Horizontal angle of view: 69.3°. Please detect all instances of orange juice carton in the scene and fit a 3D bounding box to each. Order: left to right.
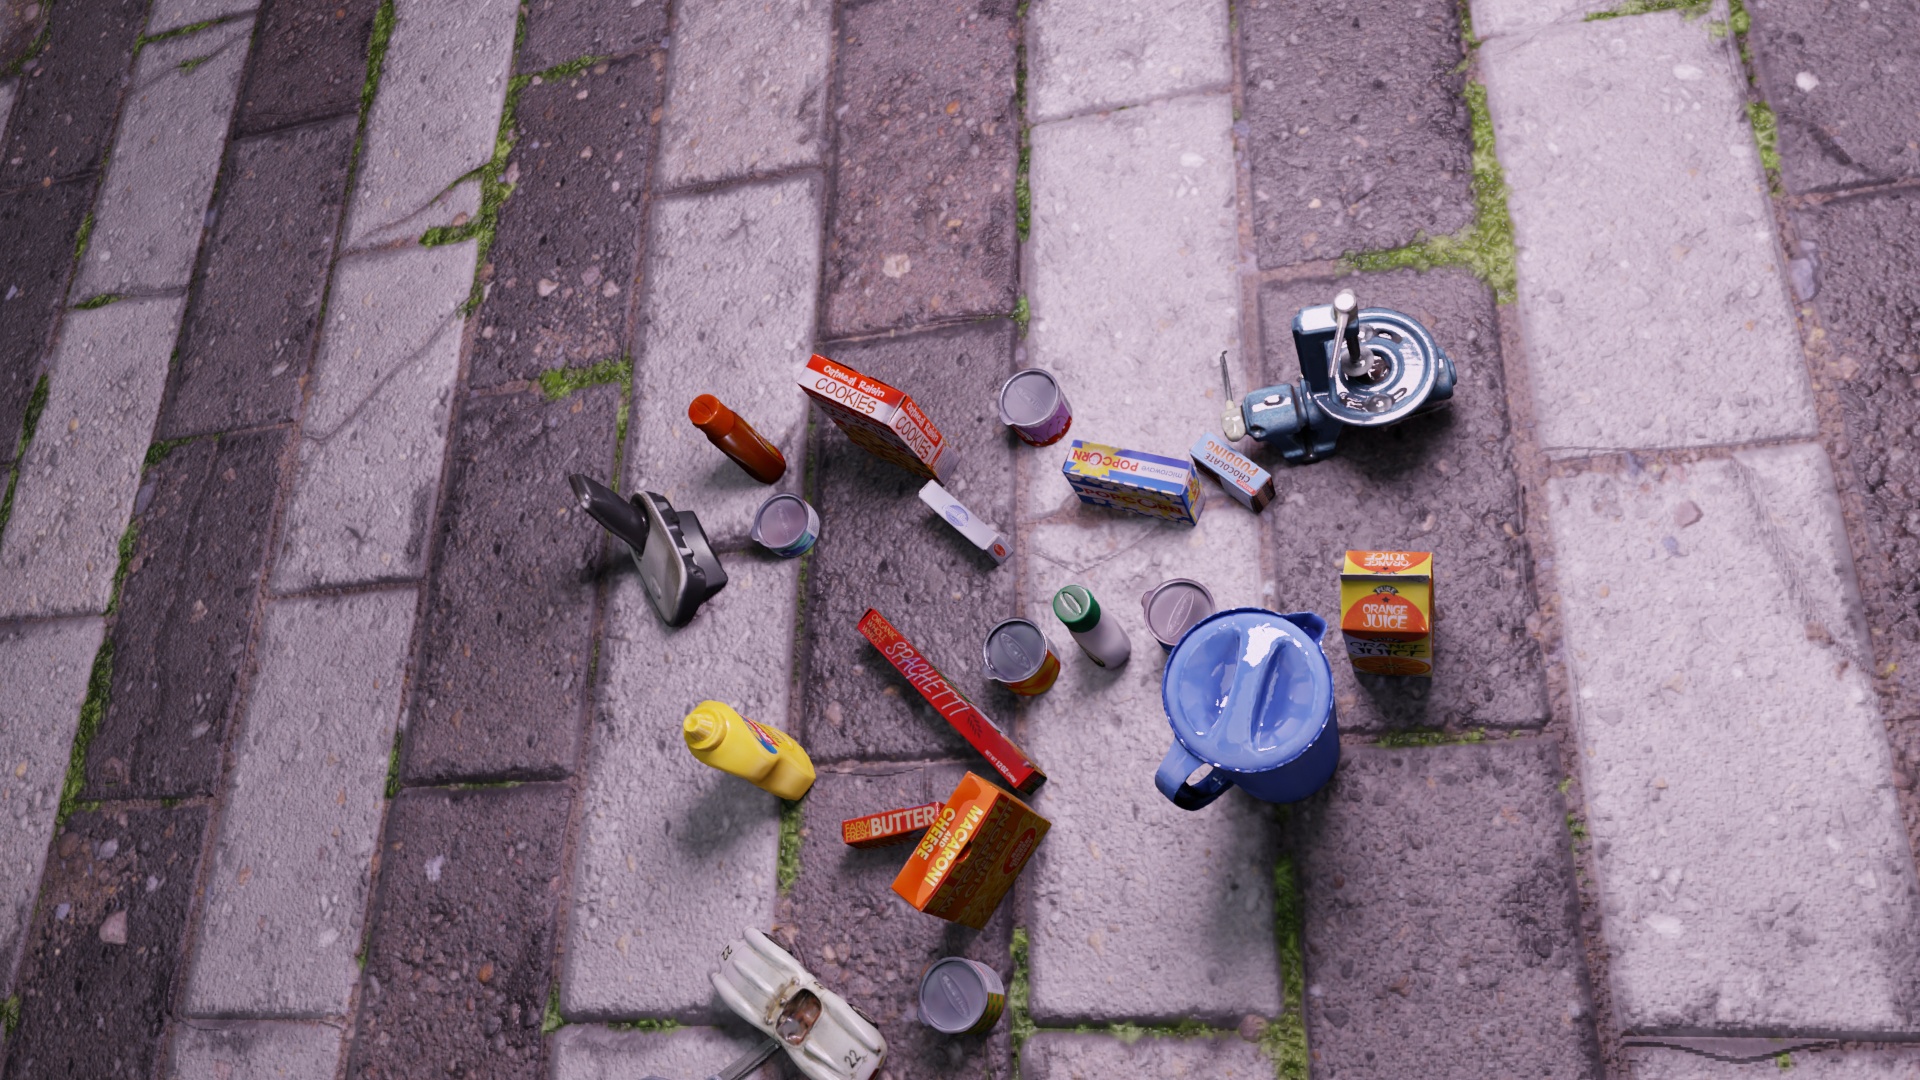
[{"bbox_3d":[0.373,0.060,1.207,0.072,0.192,0.073,2,71,20],"label":"orange juice carton"}]

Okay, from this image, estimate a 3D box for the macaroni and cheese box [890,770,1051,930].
[{"bbox_3d":[0.014,0.285,1.262,0.040,0.166,0.124,31,83,27],"label":"macaroni and cheese box"}]

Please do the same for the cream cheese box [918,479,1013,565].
[{"bbox_3d":[0.005,-0.018,1.447,0.104,0.053,0.024,40,87,28],"label":"cream cheese box"}]

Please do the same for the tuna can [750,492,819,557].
[{"bbox_3d":[-0.193,-0.015,1.529,0.071,0.032,0.071,-7,68,17],"label":"tuna can"}]

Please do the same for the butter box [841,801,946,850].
[{"bbox_3d":[-0.059,0.279,1.354,0.103,0.053,0.024,-14,66,14],"label":"butter box"}]

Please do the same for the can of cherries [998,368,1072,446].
[{"bbox_3d":[0.078,-0.138,1.466,0.071,0.058,0.072,-7,68,17],"label":"can of cherries"}]

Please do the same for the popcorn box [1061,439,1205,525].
[{"bbox_3d":[0.174,-0.057,1.385,0.127,0.085,0.038,13,75,24],"label":"popcorn box"}]

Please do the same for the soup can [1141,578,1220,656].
[{"bbox_3d":[0.213,0.078,1.318,0.071,0.083,0.071,-7,68,17],"label":"soup can"}]

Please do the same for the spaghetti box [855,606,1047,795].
[{"bbox_3d":[-0.012,0.158,1.386,0.029,0.050,0.251,-47,62,-2],"label":"spaghetti box"}]

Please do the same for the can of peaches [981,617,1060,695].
[{"bbox_3d":[0.059,0.117,1.373,0.071,0.058,0.071,-7,68,17],"label":"can of peaches"}]

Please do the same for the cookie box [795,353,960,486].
[{"bbox_3d":[-0.083,-0.125,1.457,0.123,0.167,0.040,26,81,26],"label":"cookie box"}]

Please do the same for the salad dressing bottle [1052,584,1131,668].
[{"bbox_3d":[0.123,0.080,1.314,0.044,0.147,0.064,-39,62,2],"label":"salad dressing bottle"}]

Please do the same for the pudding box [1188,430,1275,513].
[{"bbox_3d":[0.269,-0.068,1.375,0.084,0.049,0.030,40,87,28],"label":"pudding box"}]

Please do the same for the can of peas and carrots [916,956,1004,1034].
[{"bbox_3d":[0.000,0.420,1.275,0.071,0.058,0.071,-7,68,17],"label":"can of peas and carrots"}]

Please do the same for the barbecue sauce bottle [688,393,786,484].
[{"bbox_3d":[-0.247,-0.113,1.521,0.065,0.148,0.044,39,87,28],"label":"barbecue sauce bottle"}]
